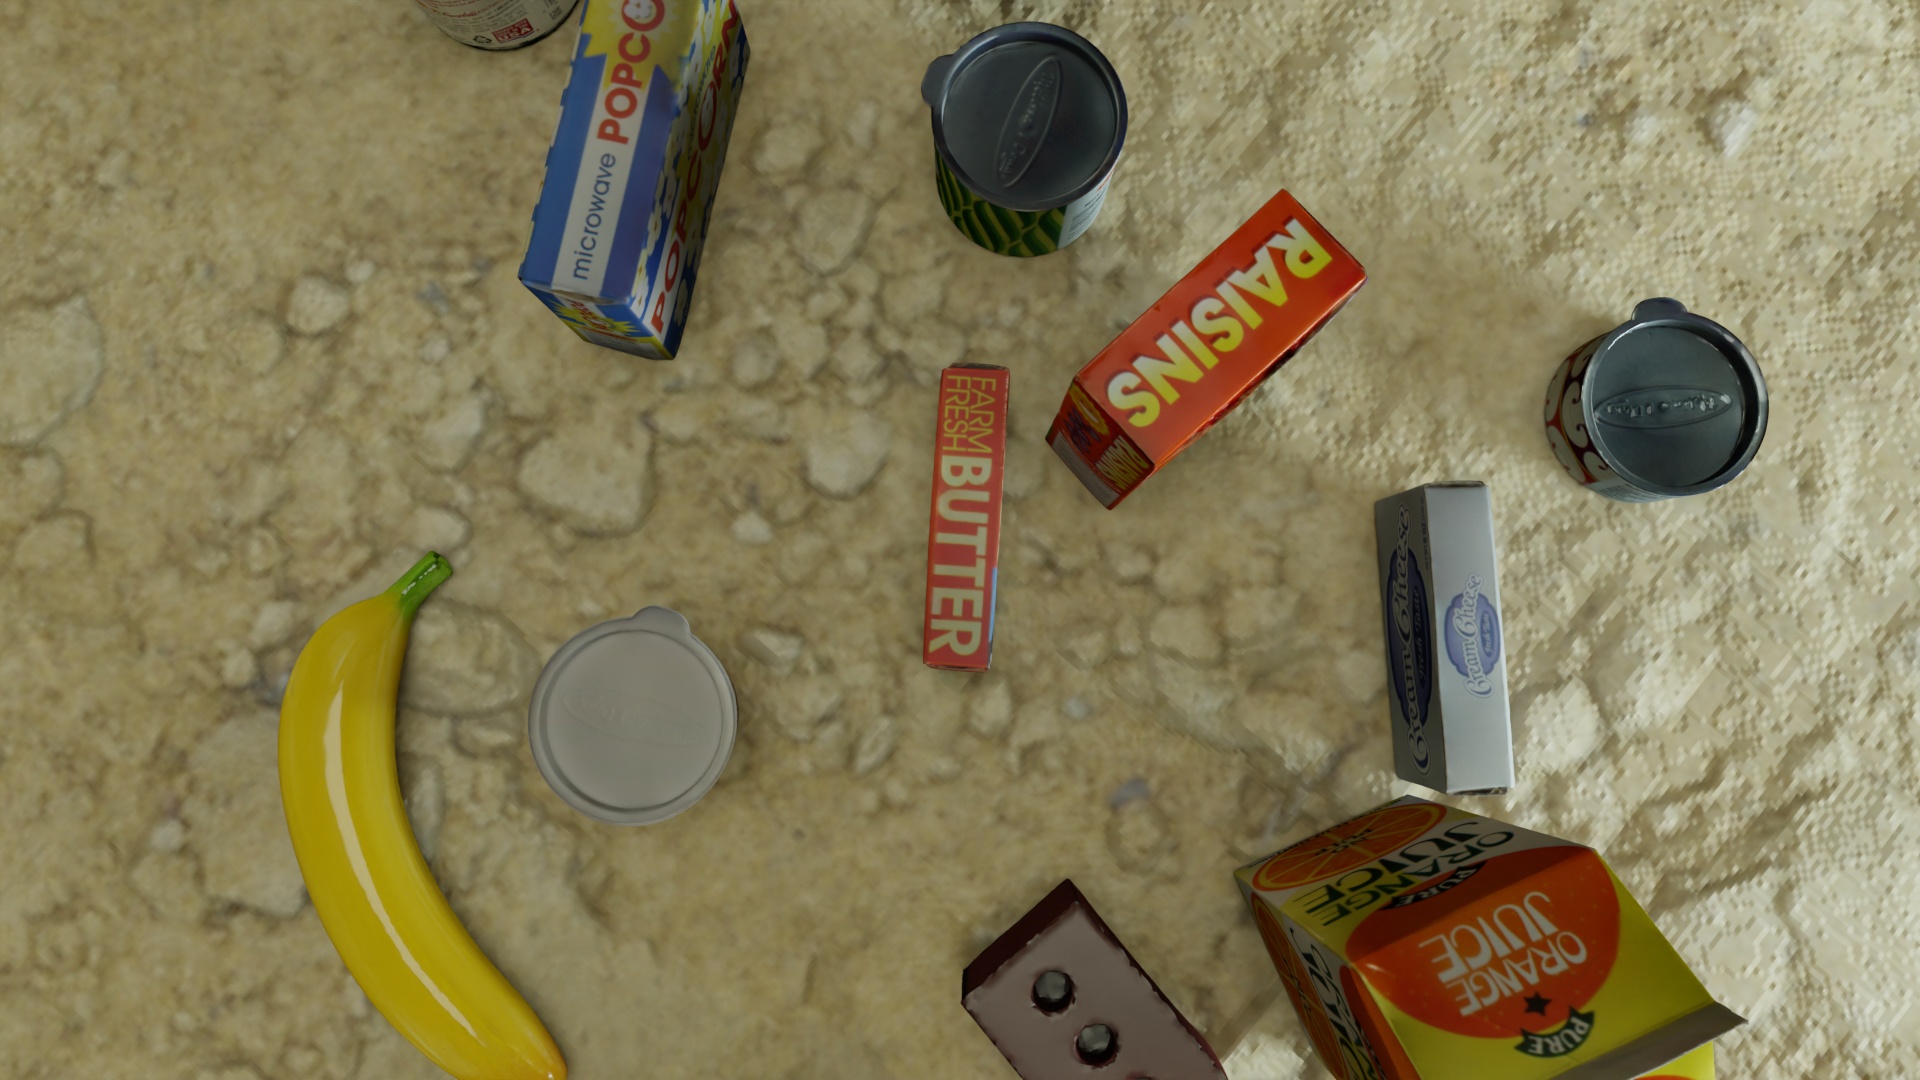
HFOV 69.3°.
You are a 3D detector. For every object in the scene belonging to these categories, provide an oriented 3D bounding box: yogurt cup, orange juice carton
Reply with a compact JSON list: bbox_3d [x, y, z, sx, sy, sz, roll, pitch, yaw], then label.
[{"bbox_3d":[-0.107,0.061,0.476,0.072,0.054,0.072,0,85,0],"label":"yogurt cup"},{"bbox_3d":[0.144,0.129,0.402,0.072,0.192,0.073,-23,86,-2],"label":"orange juice carton"}]

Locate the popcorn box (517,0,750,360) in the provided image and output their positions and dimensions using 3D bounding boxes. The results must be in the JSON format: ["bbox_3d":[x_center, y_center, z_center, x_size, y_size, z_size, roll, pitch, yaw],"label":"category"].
[{"bbox_3d":[-0.109,-0.133,0.478,0.038,0.085,0.126,12,85,1],"label":"popcorn box"}]

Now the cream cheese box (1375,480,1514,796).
[{"bbox_3d":[0.166,0.034,0.481,0.024,0.053,0.104,-3,85,-1],"label":"cream cheese box"}]

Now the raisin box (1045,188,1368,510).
[{"bbox_3d":[0.074,-0.056,0.453,0.086,0.123,0.040,-42,87,-4],"label":"raisin box"}]

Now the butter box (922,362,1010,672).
[{"bbox_3d":[0.002,-0.006,0.483,0.024,0.053,0.103,4,85,0],"label":"butter box"}]

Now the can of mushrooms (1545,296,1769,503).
[{"bbox_3d":[0.249,-0.049,0.500,0.071,0.033,0.071,0,85,-1],"label":"can of mushrooms"}]

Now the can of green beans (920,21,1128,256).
[{"bbox_3d":[0.023,-0.140,0.494,0.071,0.058,0.071,0,85,0],"label":"can of green beans"}]
